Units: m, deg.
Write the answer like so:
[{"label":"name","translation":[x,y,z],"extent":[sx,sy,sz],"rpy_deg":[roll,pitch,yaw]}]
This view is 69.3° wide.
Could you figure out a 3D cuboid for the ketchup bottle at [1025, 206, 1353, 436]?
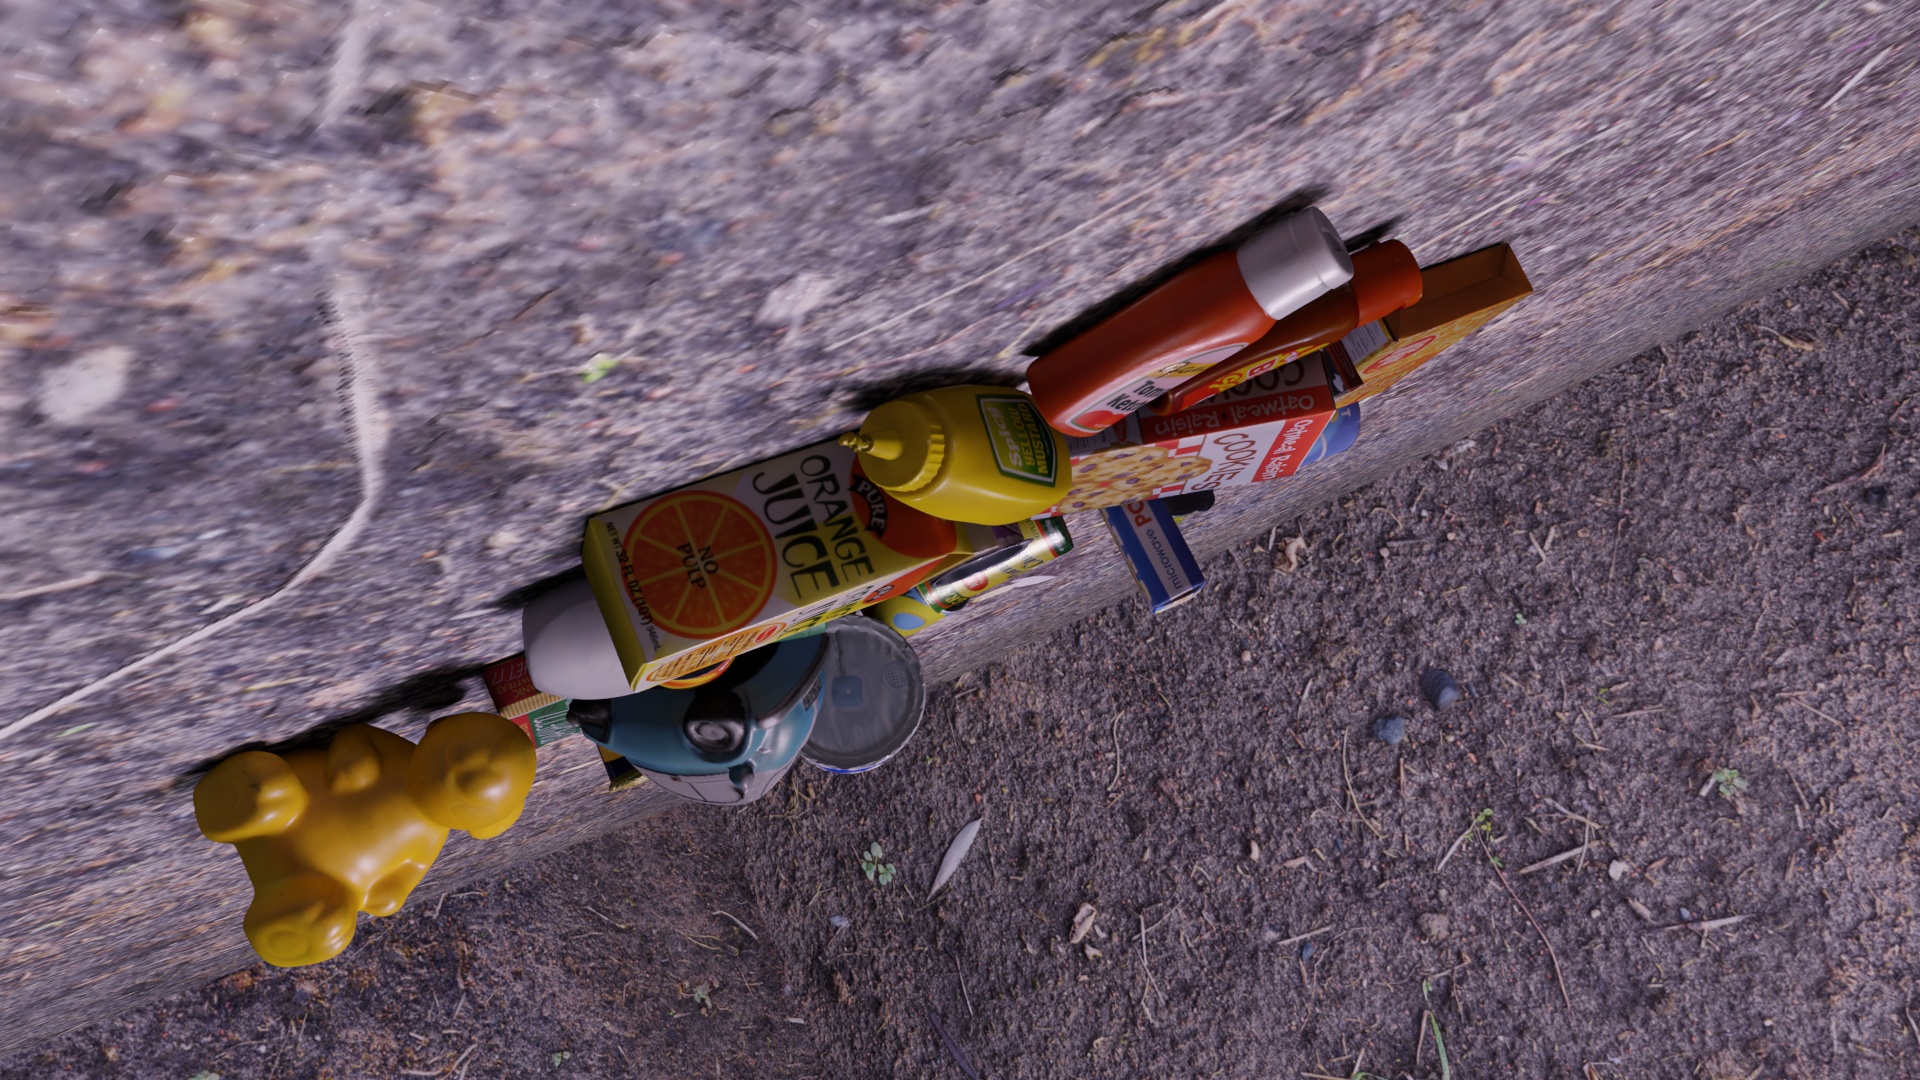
[{"label":"ketchup bottle","translation":[0.104,-0.099,0.633],"extent":[0.148,0.043,0.065],"rpy_deg":[-29,168,30]}]

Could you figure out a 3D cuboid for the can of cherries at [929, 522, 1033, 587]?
[{"label":"can of cherries","translation":[0.003,-0.011,0.865],"extent":[0.071,0.058,0.071],"rpy_deg":[-23,171,-4]}]

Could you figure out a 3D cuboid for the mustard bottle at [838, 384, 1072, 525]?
[{"label":"mustard bottle","translation":[-0.003,-0.040,0.640],"extent":[0.048,0.065,0.160],"rpy_deg":[-24,169,29]}]

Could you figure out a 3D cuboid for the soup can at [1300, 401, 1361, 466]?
[{"label":"soup can","translation":[0.246,-0.089,1.038],"extent":[0.084,0.071,0.071],"rpy_deg":[-19,171,-26]}]

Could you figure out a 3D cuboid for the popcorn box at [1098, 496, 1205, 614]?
[{"label":"popcorn box","translation":[0.114,-0.016,0.905],"extent":[0.038,0.127,0.085],"rpy_deg":[-27,172,4]}]

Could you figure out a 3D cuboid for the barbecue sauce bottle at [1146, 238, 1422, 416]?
[{"label":"barbecue sauce bottle","translation":[0.163,-0.112,0.714],"extent":[0.149,0.043,0.065],"rpy_deg":[-23,-179,-5]}]

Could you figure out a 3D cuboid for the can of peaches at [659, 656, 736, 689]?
[{"label":"can of peaches","translation":[-0.151,0.047,0.765],"extent":[0.071,0.071,0.058],"rpy_deg":[-22,172,-14]}]

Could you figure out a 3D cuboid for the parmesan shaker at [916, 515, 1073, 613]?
[{"label":"parmesan shaker","translation":[0.016,-0.004,0.931],"extent":[0.103,0.071,0.071],"rpy_deg":[-25,172,8]}]

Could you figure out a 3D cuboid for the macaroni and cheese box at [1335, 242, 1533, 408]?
[{"label":"macaroni and cheese box","translation":[0.280,-0.132,0.935],"extent":[0.124,0.040,0.166],"rpy_deg":[-20,171,-24]}]

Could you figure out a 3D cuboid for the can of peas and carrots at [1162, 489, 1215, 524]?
[{"label":"can of peas and carrots","translation":[0.154,-0.043,1.045],"extent":[0.071,0.071,0.058],"rpy_deg":[-22,172,-11]}]

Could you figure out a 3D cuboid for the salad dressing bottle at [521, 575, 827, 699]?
[{"label":"salad dressing bottle","translation":[-0.144,0.042,0.707],"extent":[0.148,0.064,0.044],"rpy_deg":[-9,-155,-10]}]

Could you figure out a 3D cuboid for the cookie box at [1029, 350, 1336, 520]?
[{"label":"cookie box","translation":[0.119,-0.058,0.800],"extent":[0.167,0.040,0.122],"rpy_deg":[-10,166,0]}]

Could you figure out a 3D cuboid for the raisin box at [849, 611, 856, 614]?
[{"label":"raisin box","translation":[-0.115,0.043,0.950],"extent":[0.086,0.040,0.123],"rpy_deg":[-23,173,-10]}]

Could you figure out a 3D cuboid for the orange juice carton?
[{"label":"orange juice carton","translation":[-0.076,0.001,0.667],"extent":[0.193,0.072,0.072],"rpy_deg":[-20,171,-23]}]

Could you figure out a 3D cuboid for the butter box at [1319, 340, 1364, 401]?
[{"label":"butter box","translation":[0.198,-0.097,0.883],"extent":[0.103,0.053,0.024],"rpy_deg":[-30,172,41]}]

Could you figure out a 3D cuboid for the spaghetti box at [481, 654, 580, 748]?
[{"label":"spaghetti box","translation":[-0.285,0.110,0.936],"extent":[0.050,0.029,0.249],"rpy_deg":[-20,171,-19]}]

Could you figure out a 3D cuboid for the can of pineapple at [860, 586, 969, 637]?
[{"label":"can of pineapple","translation":[-0.036,0.030,1.001],"extent":[0.057,0.071,0.071],"rpy_deg":[-30,170,37]}]
